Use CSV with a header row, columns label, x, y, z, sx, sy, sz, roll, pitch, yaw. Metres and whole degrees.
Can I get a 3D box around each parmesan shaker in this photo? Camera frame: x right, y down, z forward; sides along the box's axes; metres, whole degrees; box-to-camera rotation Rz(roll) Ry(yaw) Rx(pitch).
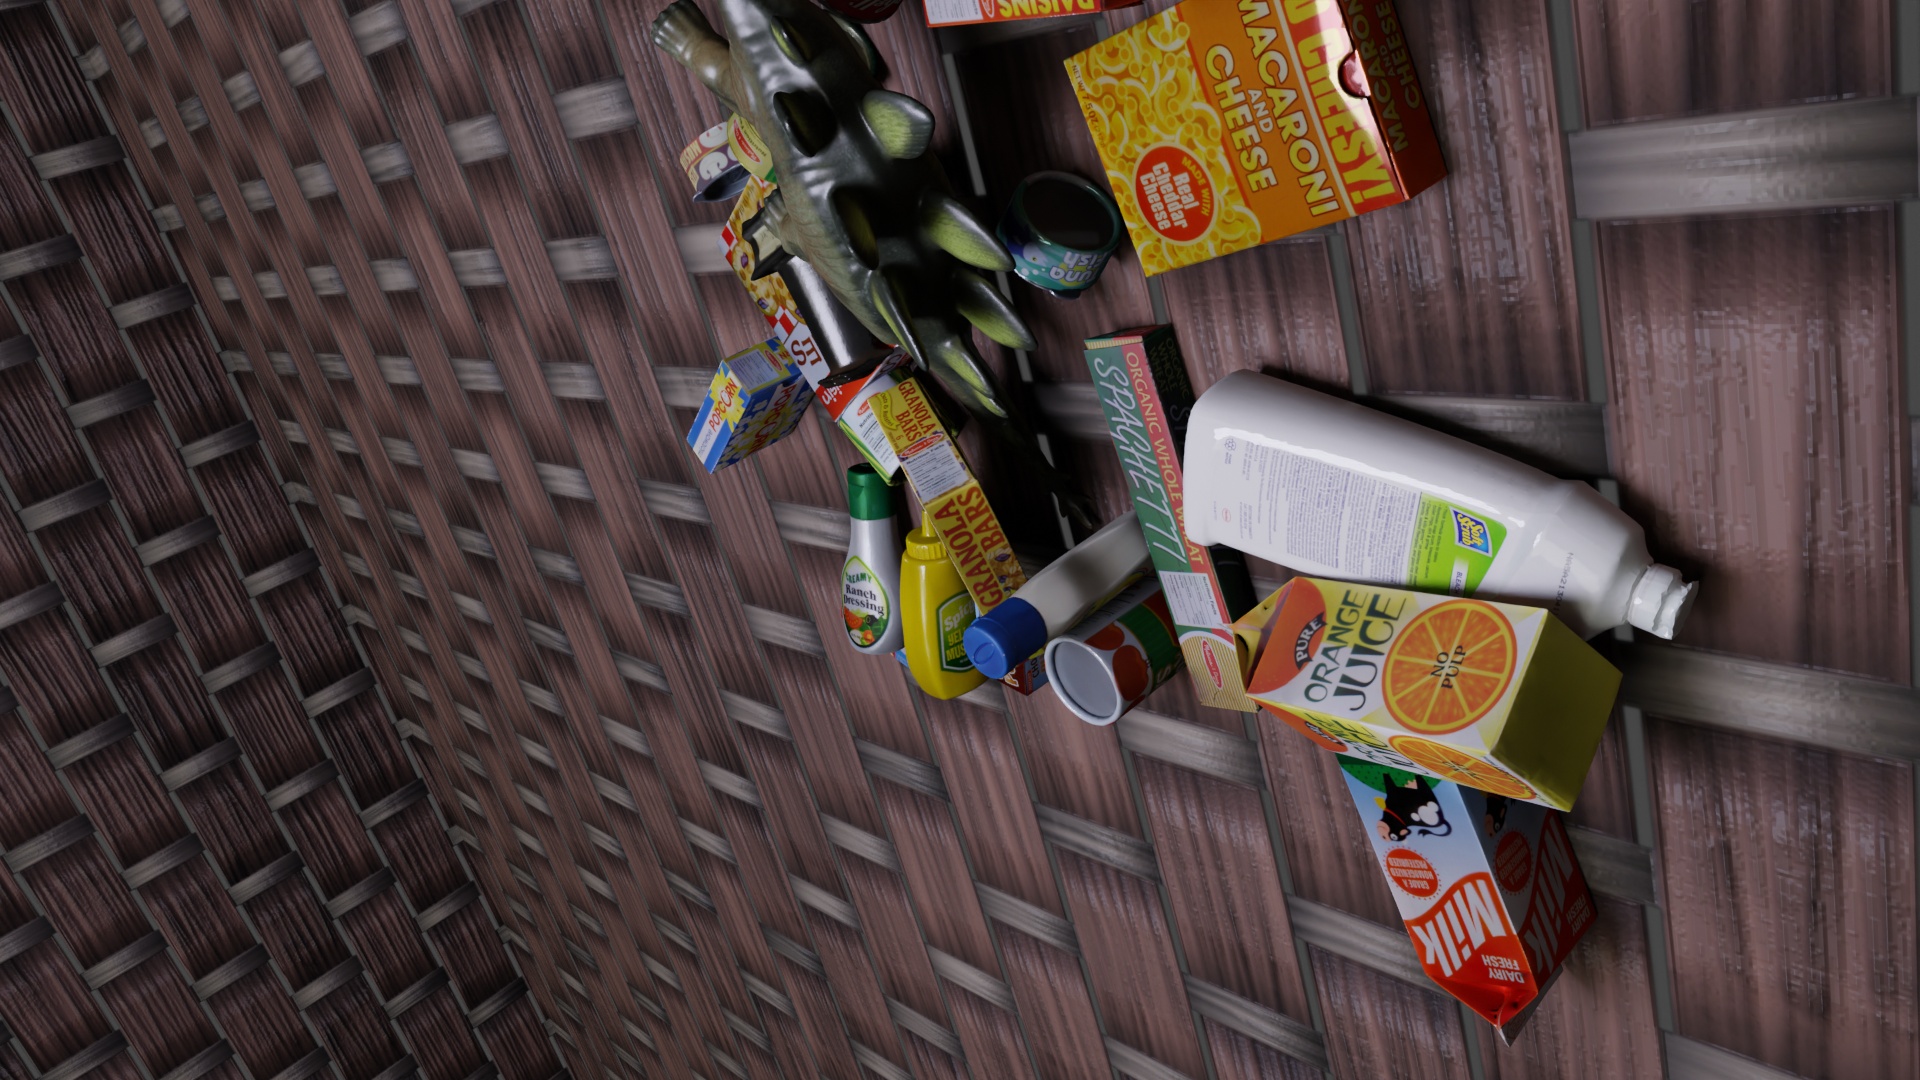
label,x,y,z,sx,sy,sz,roll,pitch,yaw
parmesan shaker,-0.101,-0.284,0.901,0.071,0.071,0.102,57,145,1

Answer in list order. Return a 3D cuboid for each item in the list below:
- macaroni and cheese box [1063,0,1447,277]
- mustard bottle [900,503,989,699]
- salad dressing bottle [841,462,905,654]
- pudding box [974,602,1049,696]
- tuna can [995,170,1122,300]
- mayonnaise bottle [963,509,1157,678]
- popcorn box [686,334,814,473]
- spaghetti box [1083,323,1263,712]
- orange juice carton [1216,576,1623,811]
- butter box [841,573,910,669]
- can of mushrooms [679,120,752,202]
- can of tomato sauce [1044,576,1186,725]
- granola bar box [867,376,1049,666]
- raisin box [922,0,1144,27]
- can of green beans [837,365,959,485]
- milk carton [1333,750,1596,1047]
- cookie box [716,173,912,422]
label,x,y,z,sx,sy,sz,roll,pitch,yaw
macaroni and cheese box,0.138,-0.207,0.679,0.166,0.040,0.123,-6,112,53
mustard bottle,-0.015,0.040,1.046,0.049,0.065,0.159,21,128,50
salad dressing bottle,-0.066,0.014,1.085,0.064,0.044,0.147,13,113,41
pudding box,0.039,0.068,1.027,0.050,0.030,0.083,26,134,39
tuna can,0.057,-0.173,0.784,0.071,0.071,0.032,49,144,13
mayonnaise bottle,0.065,0.034,0.862,0.041,0.149,0.064,51,145,8
popcorn box,-0.158,-0.110,1.088,0.038,0.085,0.126,54,146,8
spaghetti box,0.137,-0.011,0.844,0.050,0.029,0.249,1,117,51
orange juice carton,0.216,0.070,0.699,0.071,0.073,0.192,33,167,-30
butter box,-0.057,0.066,1.153,0.104,0.024,0.052,33,138,32
can of mushrooms,-0.165,-0.270,0.987,0.071,0.071,0.033,-25,94,56
can of tomato sauce,0.107,0.073,0.898,0.071,0.083,0.070,32,138,34
granola bar box,0.003,-0.011,0.916,0.165,0.039,0.125,62,180,-42
raisin box,0.050,-0.285,0.690,0.123,0.086,0.040,16,126,45
can of green beans,-0.043,-0.081,0.984,0.058,0.071,0.071,50,145,11
milk carton,0.285,0.178,0.764,0.073,0.073,0.190,-11,107,54
cookie box,-0.098,-0.185,0.997,0.167,0.040,0.122,56,145,5
